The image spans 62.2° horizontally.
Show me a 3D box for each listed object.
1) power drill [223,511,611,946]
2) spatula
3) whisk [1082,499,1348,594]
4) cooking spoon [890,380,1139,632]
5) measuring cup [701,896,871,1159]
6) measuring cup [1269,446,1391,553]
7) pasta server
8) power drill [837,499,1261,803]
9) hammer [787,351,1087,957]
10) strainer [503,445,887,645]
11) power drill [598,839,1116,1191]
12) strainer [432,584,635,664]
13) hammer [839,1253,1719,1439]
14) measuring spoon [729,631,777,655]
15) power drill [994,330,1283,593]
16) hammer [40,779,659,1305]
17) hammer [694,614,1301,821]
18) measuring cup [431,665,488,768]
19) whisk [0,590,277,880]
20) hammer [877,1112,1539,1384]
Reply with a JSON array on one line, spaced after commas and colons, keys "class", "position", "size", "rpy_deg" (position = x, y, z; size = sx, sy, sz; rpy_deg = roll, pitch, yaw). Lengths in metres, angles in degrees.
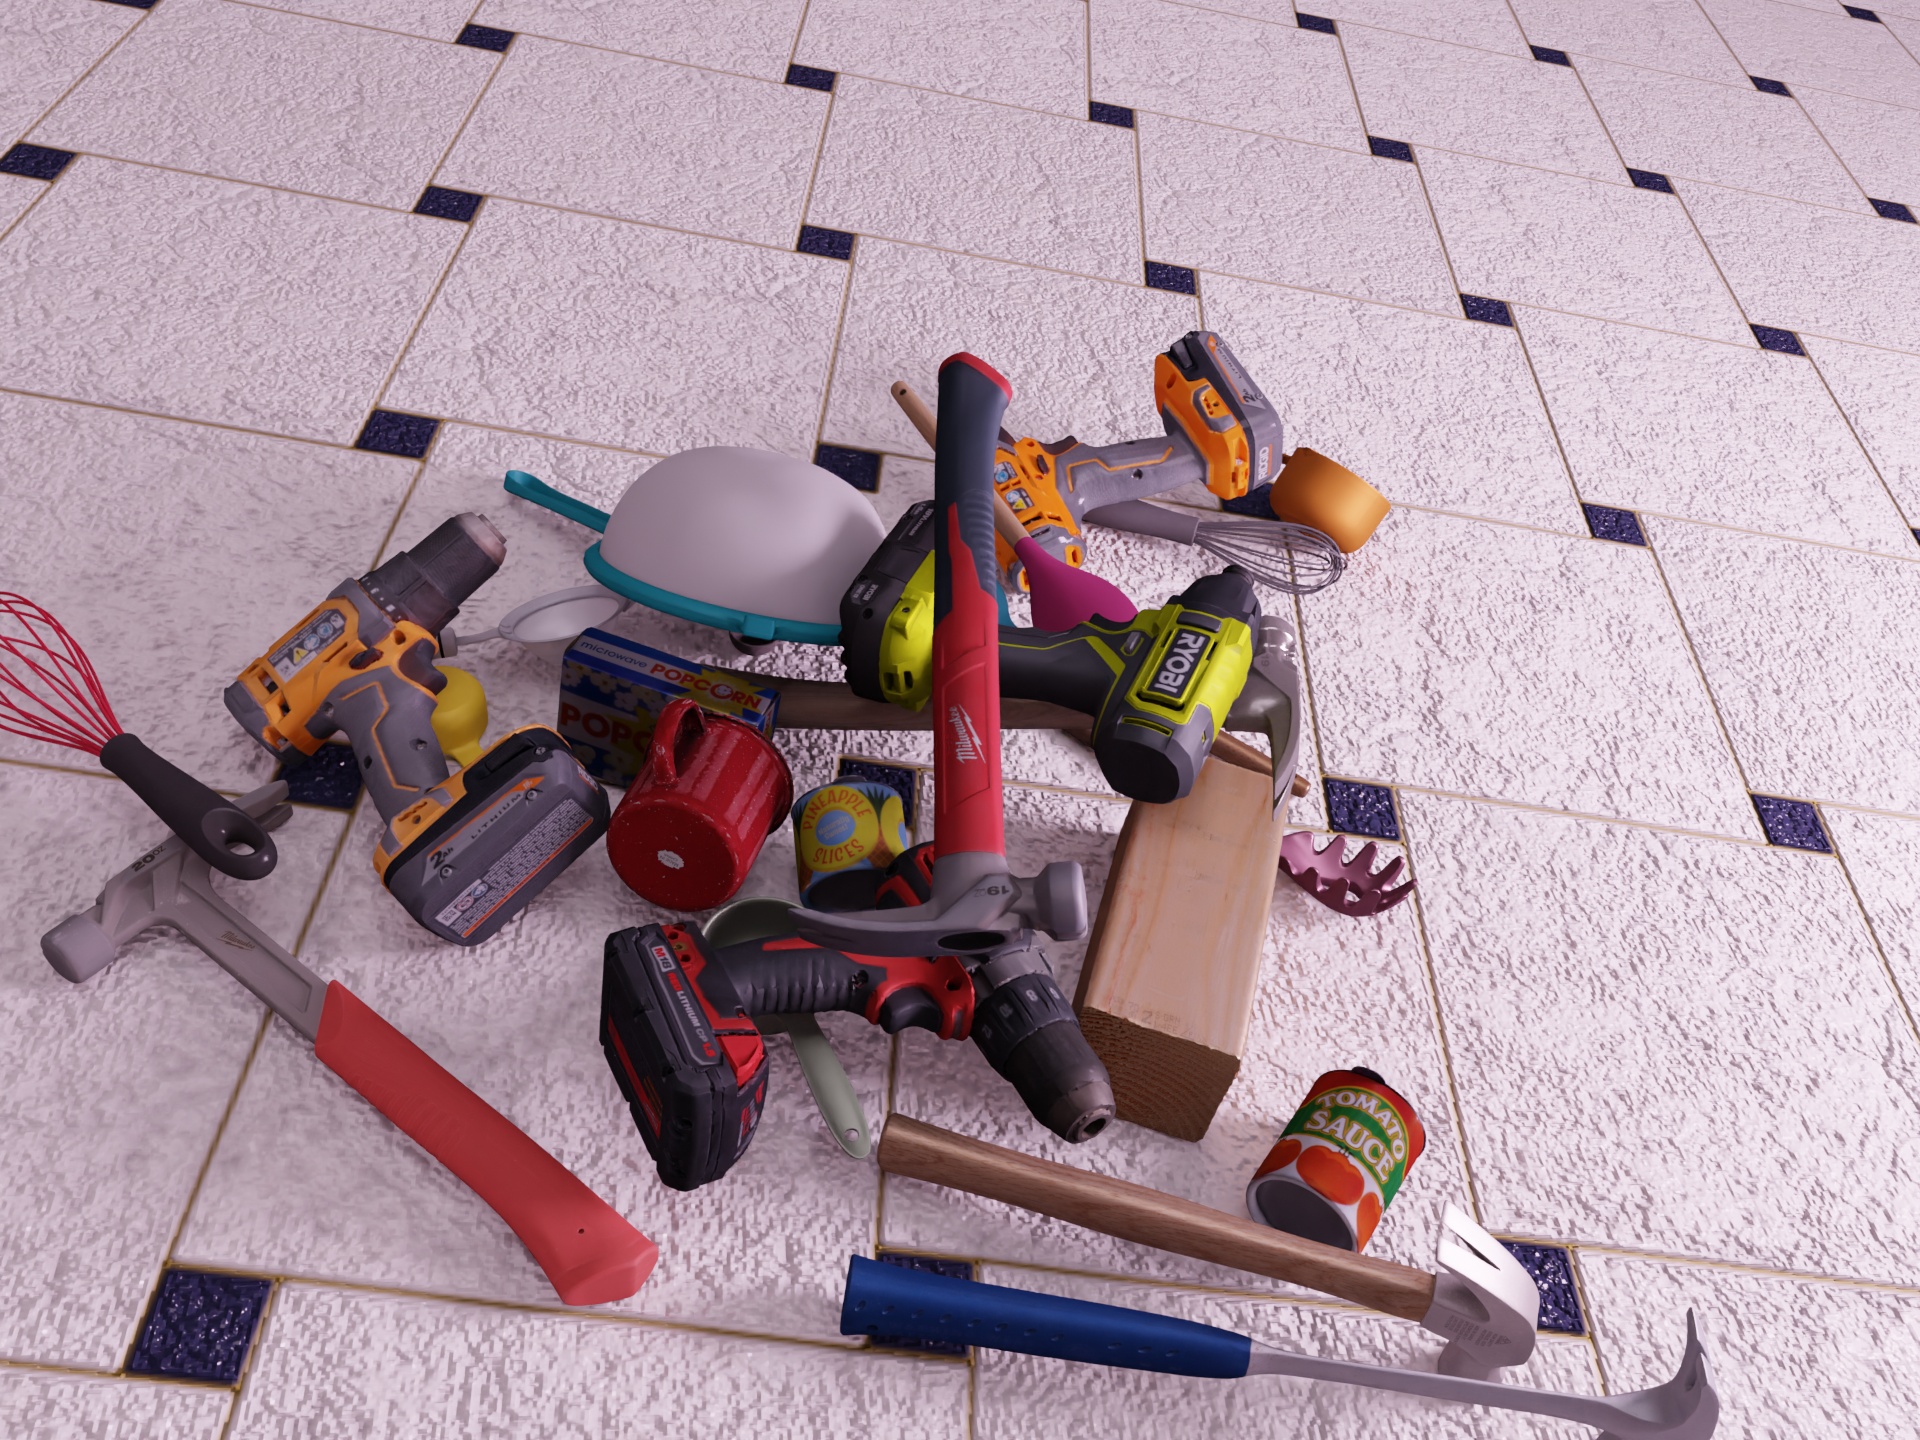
[{"class": "power drill", "position": [-0.295, -0.006, 0.911], "size": [0.185, 0.084, 0.226], "rpy_deg": [-43, 63, -9]}, {"class": "spatula", "position": [0.100, -0.033, 1.098], "size": [0.317, 0.044, 0.082], "rpy_deg": [29, 50, 13]}, {"class": "whisk", "position": [0.180, -0.146, 1.227], "size": [0.239, 0.055, 0.055], "rpy_deg": [16, 45, 9]}, {"class": "cooking spoon", "position": [0.031, -0.141, 1.127], "size": [0.069, 0.017, 0.319], "rpy_deg": [-35, 59, -1]}, {"class": "measuring cup", "position": [-0.089, 0.171, 0.859], "size": [0.083, 0.038, 0.168], "rpy_deg": [-14, 54, -25]}, {"class": "measuring cup", "position": [0.266, -0.184, 1.279], "size": [0.095, 0.052, 0.174], "rpy_deg": [30, 4, -35]}, {"class": "pasta server", "position": [0.148, 0.039, 1.043], "size": [0.316, 0.040, 0.060], "rpy_deg": [33, 33, 19]}, {"class": "power drill", "position": [0.057, -0.051, 0.934], "size": [0.223, 0.080, 0.171], "rpy_deg": [16, 50, 19]}, {"class": "hammer", "position": [-0.013, -0.053, 0.867], "size": [0.143, 0.038, 0.387], "rpy_deg": [-5, 55, 6]}, {"class": "strainer", "position": [-0.180, -0.146, 1.055], "size": [0.341, 0.095, 0.211], "rpy_deg": [24, 18, 29]}, {"class": "power drill", "position": [-0.048, 0.156, 0.797], "size": [0.226, 0.080, 0.188], "rpy_deg": [-12, 45, -28]}, {"class": "strainer", "position": [-0.319, -0.050, 1.015], "size": [0.258, 0.050, 0.087], "rpy_deg": [-10, 26, -14]}, {"class": "hammer", "position": [0.146, 0.297, 0.747], "size": [0.405, 0.144, 0.035], "rpy_deg": [8, 45, 3]}, {"class": "measuring spoon", "position": [-0.165, -0.081, 1.103], "size": [0.034, 0.018, 0.124], "rpy_deg": [-15, 45, -32]}, {"class": "power drill", "position": [0.108, -0.205, 1.197], "size": [0.226, 0.084, 0.164], "rpy_deg": [-25, 60, -6]}, {"class": "hammer", "position": [-0.292, 0.167, 0.814], "size": [0.359, 0.036, 0.149], "rpy_deg": [32, 48, 18]}, {"class": "hammer", "position": [-0.002, -0.003, 0.971], "size": [0.410, 0.038, 0.146], "rpy_deg": [0, 43, 9]}, {"class": "measuring cup", "position": [-0.290, 0.020, 0.958], "size": [0.062, 0.029, 0.157], "rpy_deg": [-27, 55, -33]}, {"class": "whisk", "position": [-0.480, 0.007, 0.887], "size": [0.296, 0.073, 0.073], "rpy_deg": [31, 47, 22]}, {"class": "hammer", "position": [0.117, 0.253, 0.792], "size": [0.331, 0.130, 0.031], "rpy_deg": [14, 46, 11]}]
